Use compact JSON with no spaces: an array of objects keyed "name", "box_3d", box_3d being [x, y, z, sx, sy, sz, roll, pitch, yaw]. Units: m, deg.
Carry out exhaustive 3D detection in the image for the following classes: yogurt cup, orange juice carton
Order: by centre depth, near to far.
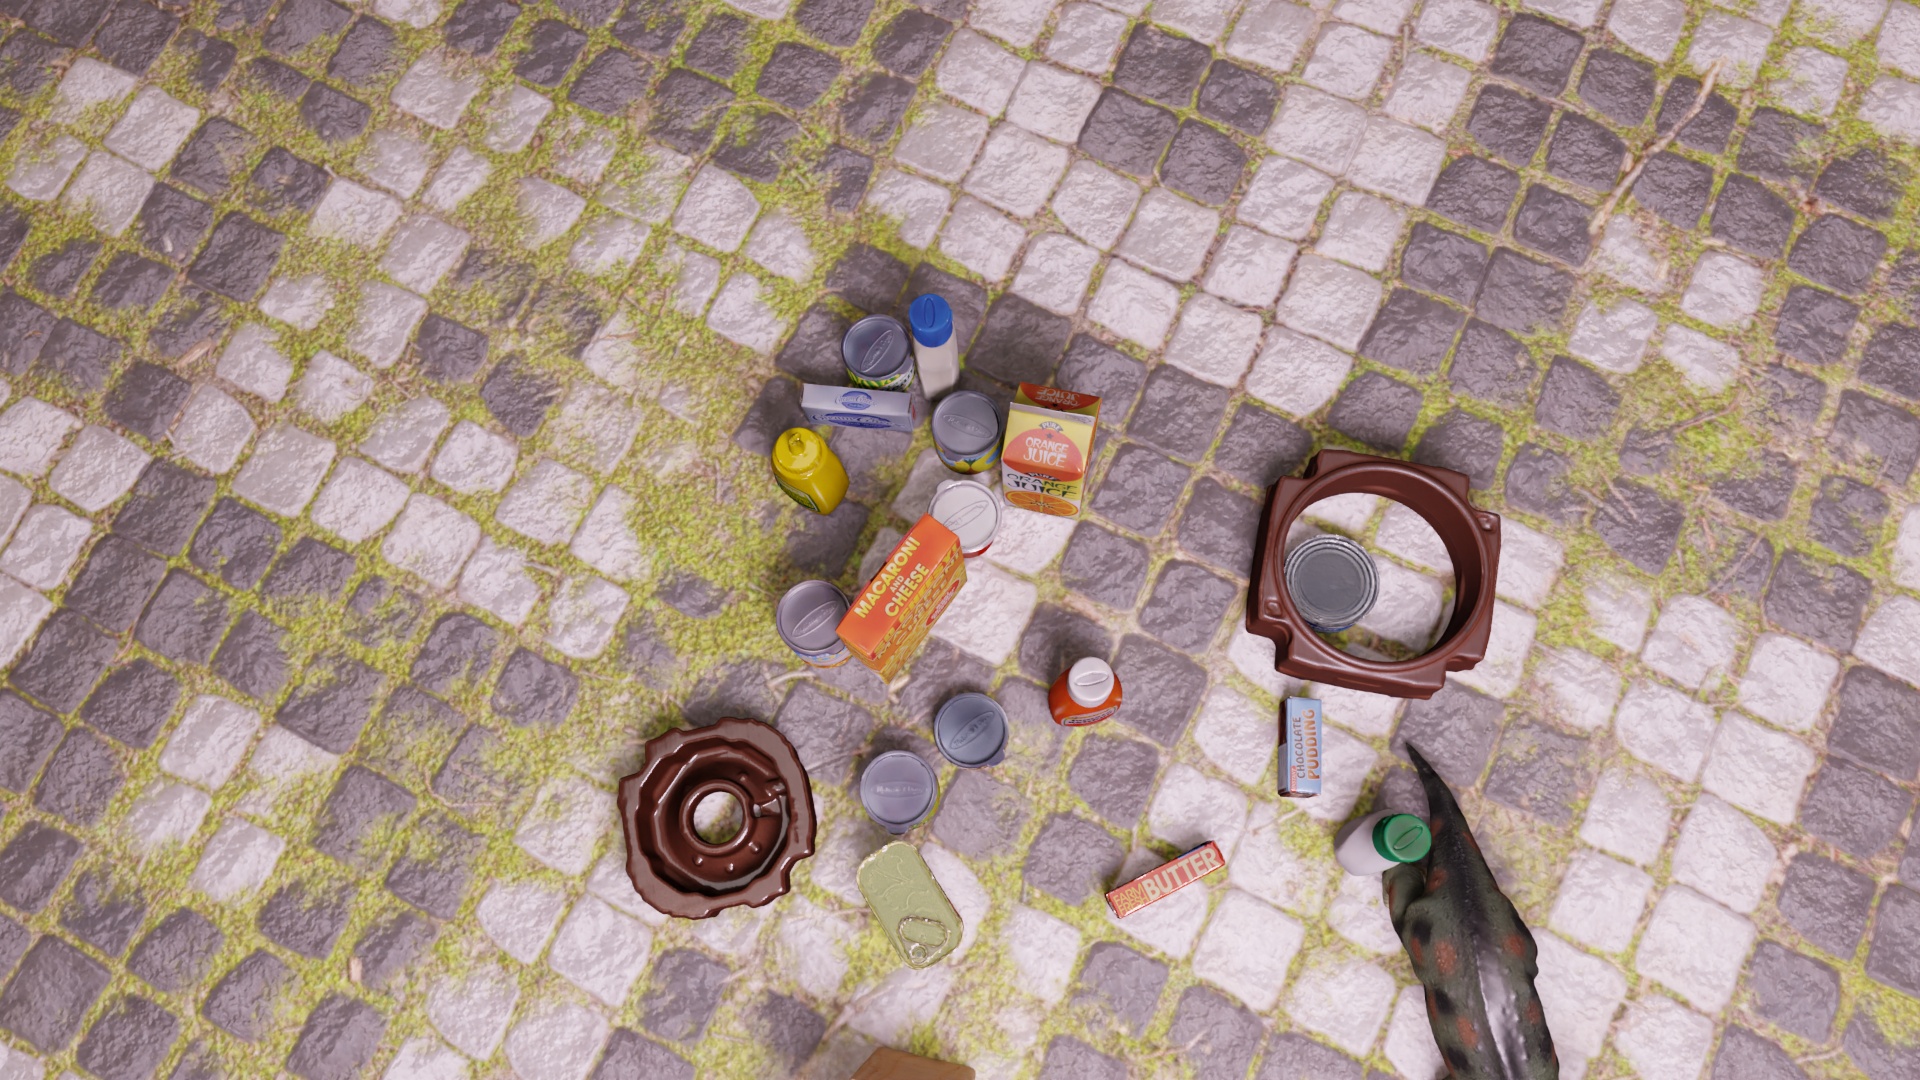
[{"name":"orange juice carton","box_3d":[0.078,-0.081,1.208,0.072,0.192,0.073,12,77,6]},{"name":"yogurt cup","box_3d":[0.005,-0.016,1.266,0.072,0.054,0.072,-1,75,3]}]

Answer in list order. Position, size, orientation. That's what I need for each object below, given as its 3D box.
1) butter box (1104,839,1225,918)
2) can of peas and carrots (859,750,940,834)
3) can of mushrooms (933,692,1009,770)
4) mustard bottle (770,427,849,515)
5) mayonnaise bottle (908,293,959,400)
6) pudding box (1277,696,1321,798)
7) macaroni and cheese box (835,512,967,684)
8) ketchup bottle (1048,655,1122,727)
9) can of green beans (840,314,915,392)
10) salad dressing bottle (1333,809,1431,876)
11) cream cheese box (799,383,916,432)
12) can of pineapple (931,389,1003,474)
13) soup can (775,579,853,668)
[{"name":"butter box","box_3d":[0.173,0.288,1.178,0.103,0.053,0.024,-26,76,-4]},{"name":"can of peas and carrots","box_3d":[-0.051,0.220,1.203,0.071,0.058,0.071,-1,75,3]},{"name":"can of mushrooms","box_3d":[0.012,0.171,1.226,0.071,0.033,0.071,-1,75,2]},{"name":"mustard bottle","box_3d":[-0.138,-0.067,1.231,0.065,0.160,0.049,31,79,10]},{"name":"mayonnaise bottle","box_3d":[-0.024,-0.178,1.262,0.041,0.147,0.065,-3,76,2]},{"name":"pudding box","box_3d":[0.294,0.179,1.203,0.030,0.049,0.084,3,75,3]},{"name":"macaroni and cheese box","box_3d":[-0.048,0.053,1.191,0.040,0.166,0.124,35,80,11]},{"name":"ketchup bottle","box_3d":[0.107,0.127,1.174,0.065,0.148,0.043,-13,75,-1]},{"name":"can of green beans","box_3d":[-0.076,-0.171,1.309,0.071,0.057,0.071,-1,75,3]},{"name":"salad dressing bottle","box_3d":[0.345,0.245,1.132,0.064,0.147,0.044,-36,77,-6]},{"name":"cream cheese box","box_3d":[-0.095,-0.123,1.299,0.104,0.053,0.024,6,76,4]},{"name":"can of pineapple","box_3d":[0.006,-0.098,1.285,0.071,0.057,0.071,-1,75,3]},{"name":"soup can","box_3d":[-0.123,0.078,1.231,0.071,0.083,0.071,-1,75,3]}]
